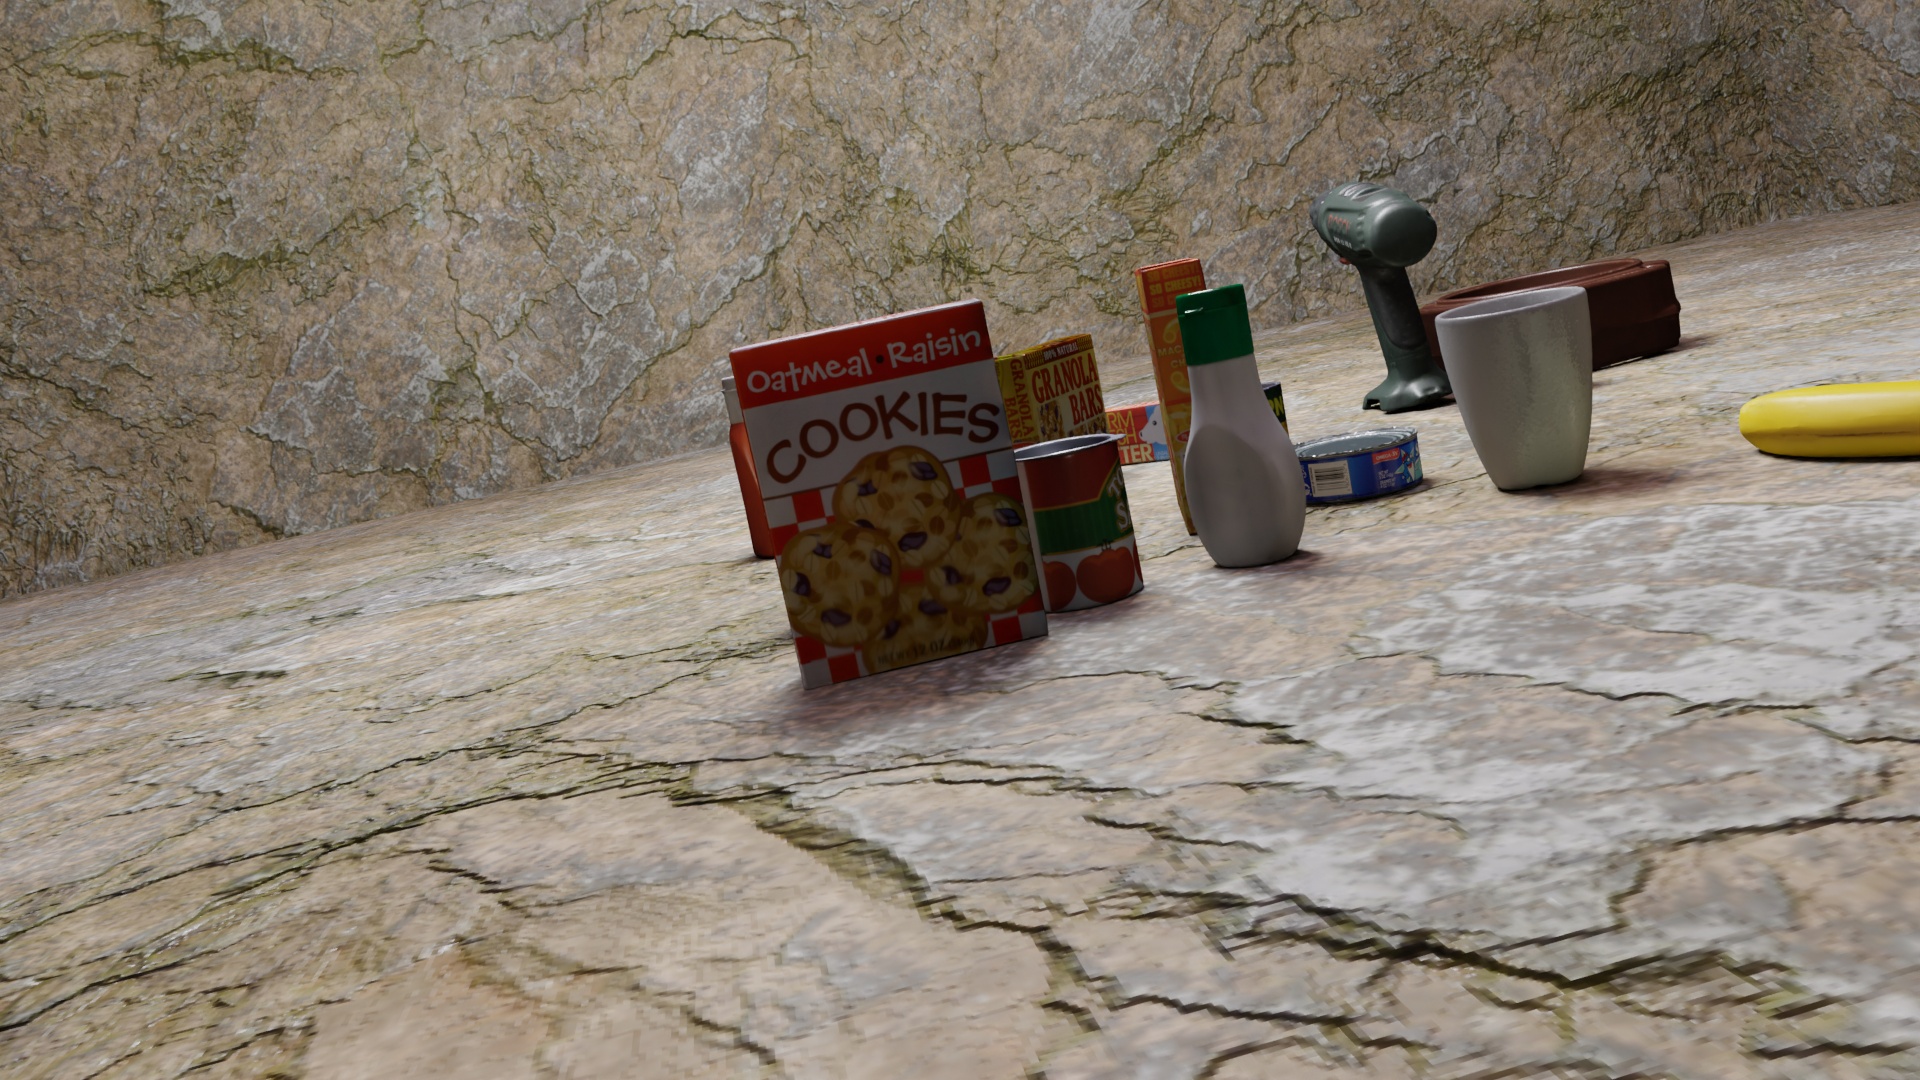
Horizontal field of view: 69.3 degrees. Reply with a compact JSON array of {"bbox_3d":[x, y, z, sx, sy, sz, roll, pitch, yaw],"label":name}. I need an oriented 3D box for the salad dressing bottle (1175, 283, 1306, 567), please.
[{"bbox_3d":[0.146,-0.062,0.744,0.064,0.147,0.044,-4,12,43],"label":"salad dressing bottle"}]

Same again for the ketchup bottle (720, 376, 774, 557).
[{"bbox_3d":[-0.162,-0.062,1.130,0.043,0.148,0.065,-15,9,-18],"label":"ketchup bottle"}]

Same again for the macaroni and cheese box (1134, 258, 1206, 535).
[{"bbox_3d":[0.148,-0.097,0.900,0.040,0.166,0.124,-11,9,7],"label":"macaroni and cheese box"}]

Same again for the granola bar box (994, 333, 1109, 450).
[{"bbox_3d":[0.075,-0.097,1.128,0.039,0.124,0.166,-8,10,25],"label":"granola bar box"}]

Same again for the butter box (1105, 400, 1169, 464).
[{"bbox_3d":[0.160,-0.096,1.237,0.103,0.053,0.024,-5,11,36],"label":"butter box"}]

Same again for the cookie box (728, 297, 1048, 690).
[{"bbox_3d":[-0.034,-0.024,0.678,0.123,0.167,0.040,-12,9,-5],"label":"cookie box"}]

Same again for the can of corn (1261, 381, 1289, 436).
[{"bbox_3d":[0.229,-0.092,1.112,0.071,0.058,0.071,-11,9,2],"label":"can of corn"}]

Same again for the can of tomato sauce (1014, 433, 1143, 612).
[{"bbox_3d":[0.060,-0.010,0.741,0.071,0.083,0.071,-11,9,2],"label":"can of tomato sauce"}]
